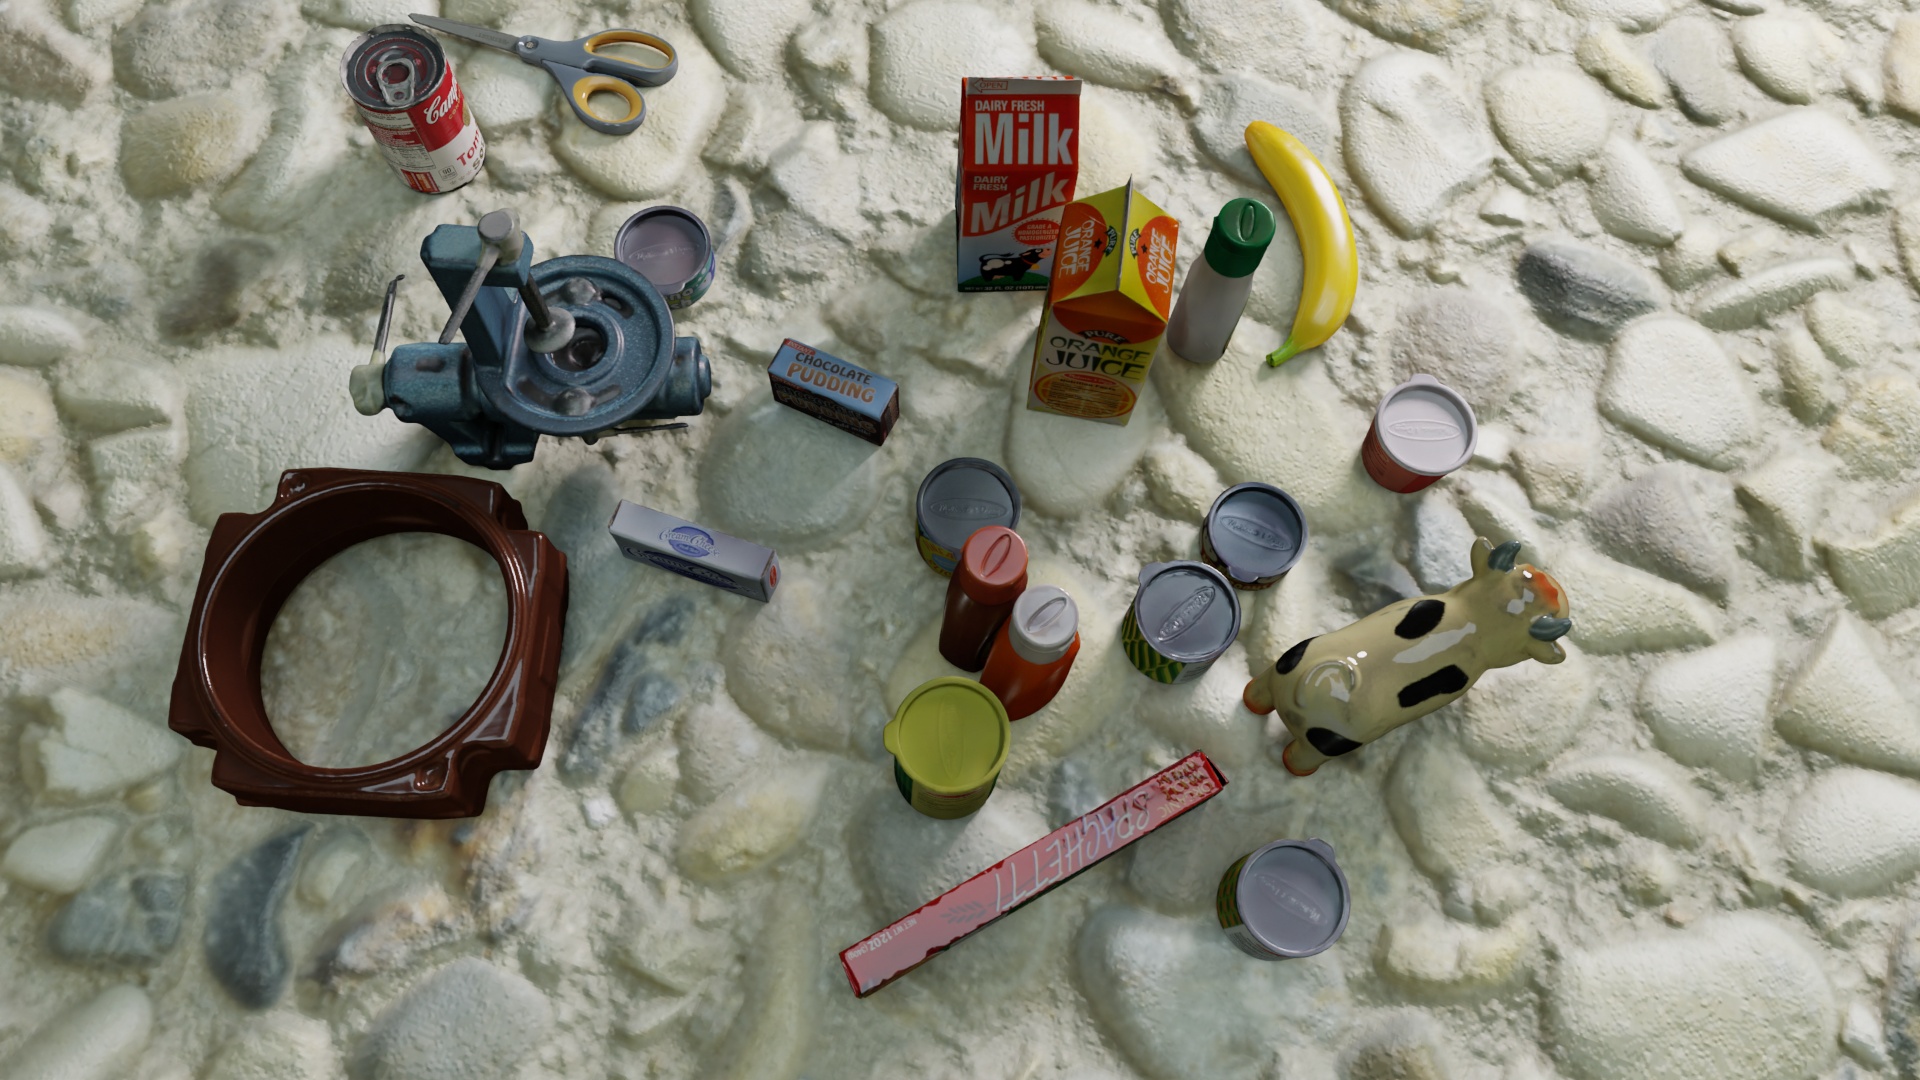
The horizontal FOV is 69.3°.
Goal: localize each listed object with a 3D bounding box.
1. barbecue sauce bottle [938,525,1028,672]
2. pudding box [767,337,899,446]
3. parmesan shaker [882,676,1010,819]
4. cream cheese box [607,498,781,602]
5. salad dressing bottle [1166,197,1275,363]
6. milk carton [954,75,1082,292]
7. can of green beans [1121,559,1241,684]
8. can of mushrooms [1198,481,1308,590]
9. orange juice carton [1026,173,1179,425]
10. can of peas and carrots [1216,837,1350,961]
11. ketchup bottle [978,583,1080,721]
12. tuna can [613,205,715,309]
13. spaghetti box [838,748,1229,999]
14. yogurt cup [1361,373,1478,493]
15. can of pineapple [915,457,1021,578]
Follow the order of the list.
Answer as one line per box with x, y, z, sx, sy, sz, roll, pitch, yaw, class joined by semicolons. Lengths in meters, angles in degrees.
0.015;0.032;0.830;0.044;0.148;0.065;31;72;8;barbecue sauce bottle
-0.084;-0.099;0.925;0.084;0.049;0.030;24;71;6;pudding box
-0.010;0.124;0.819;0.071;0.102;0.071;1;70;-3;parmesan shaker
-0.167;0.008;0.880;0.104;0.053;0.024;18;71;3;cream cheese box
0.170;-0.169;0.912;0.044;0.147;0.064;12;70;1;salad dressing bottle
0.035;-0.241;0.908;0.072;0.190;0.073;-1;71;-3;milk carton
0.138;0.052;0.877;0.071;0.057;0.071;1;70;-3;can of green beans
0.191;0.000;0.912;0.071;0.033;0.071;1;70;-3;can of mushrooms
0.090;-0.147;0.876;0.073;0.192;0.072;10;70;0;orange juice carton
0.191;0.212;0.822;0.071;0.058;0.071;1;70;-3;can of peas and carrots
0.044;0.065;0.819;0.065;0.148;0.043;-39;77;-15;ketchup bottle
-0.204;-0.193;0.962;0.071;0.032;0.071;1;70;-3;tuna can
0.044;0.197;0.824;0.251;0.050;0.029;-27;74;-12;spaghetti box
0.304;-0.066;0.932;0.072;0.053;0.072;1;70;-3;yogurt cup
0.003;-0.011;0.893;0.071;0.057;0.071;1;70;-3;can of pineapple
